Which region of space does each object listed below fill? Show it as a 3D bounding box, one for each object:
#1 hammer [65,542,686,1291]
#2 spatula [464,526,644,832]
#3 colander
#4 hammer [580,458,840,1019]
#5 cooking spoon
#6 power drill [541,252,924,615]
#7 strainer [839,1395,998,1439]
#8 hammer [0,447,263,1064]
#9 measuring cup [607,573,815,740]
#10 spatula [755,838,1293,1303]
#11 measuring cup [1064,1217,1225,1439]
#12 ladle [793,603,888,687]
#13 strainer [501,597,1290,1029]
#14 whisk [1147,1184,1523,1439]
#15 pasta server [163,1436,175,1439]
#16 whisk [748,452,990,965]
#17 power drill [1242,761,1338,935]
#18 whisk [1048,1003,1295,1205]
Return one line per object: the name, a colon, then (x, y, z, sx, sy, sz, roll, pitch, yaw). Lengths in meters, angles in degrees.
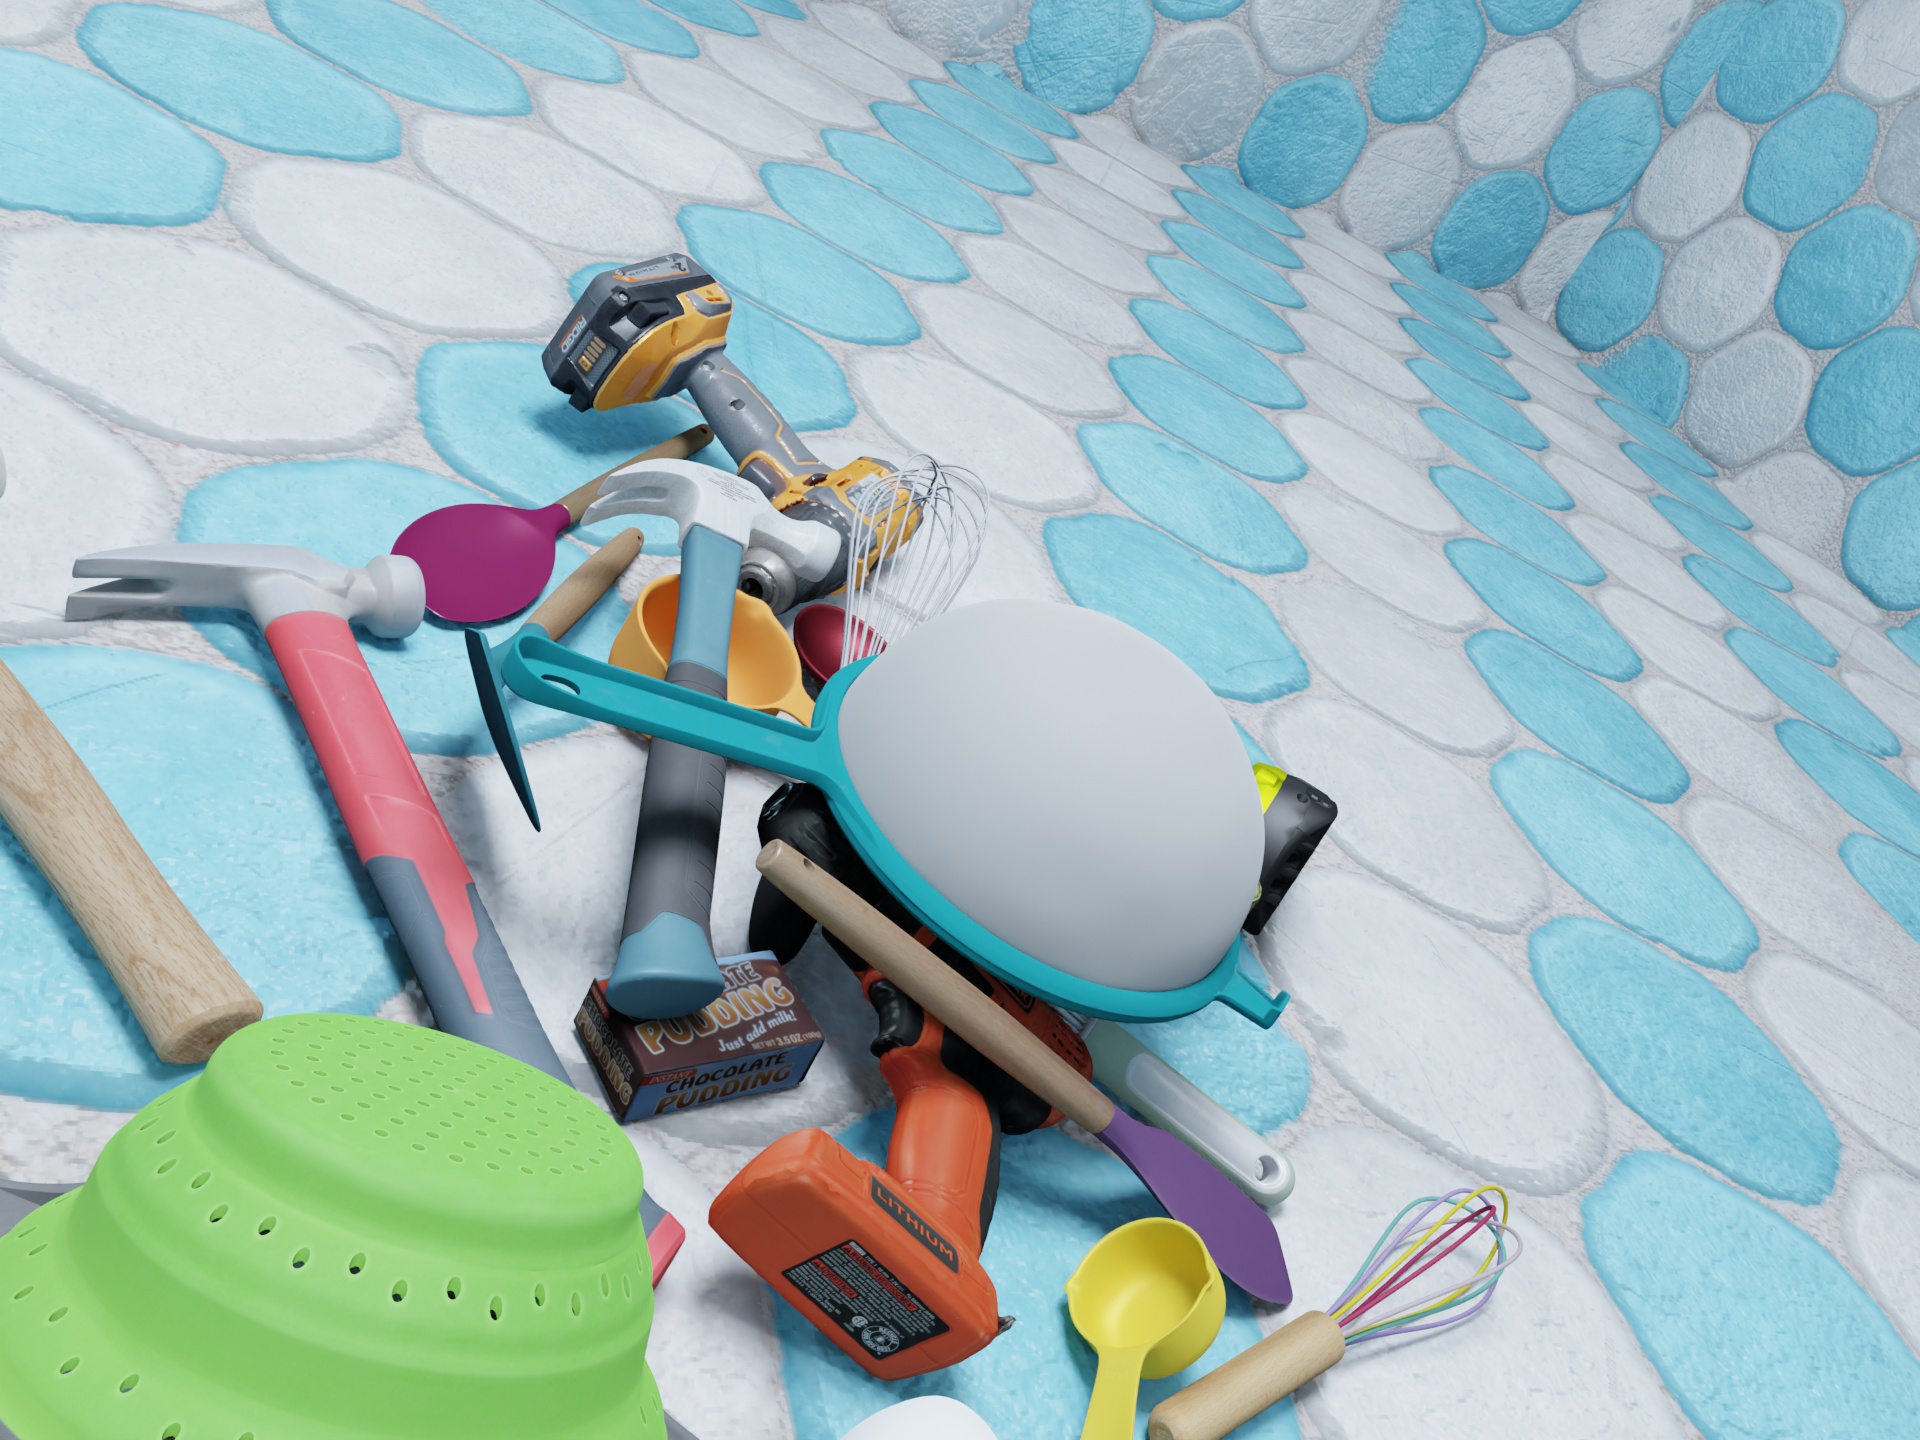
hammer: (-0.217, 0.061, 0.596, 0.143, 0.038, 0.387, -3, 43, -42)
spatula: (-0.182, -0.046, 0.748, 0.044, 0.082, 0.318, -9, 21, 6)
colander: (-0.222, 0.106, 0.404, 0.397, 0.094, 0.204, 22, 0, 2)
hammer: (-0.115, -0.008, 0.695, 0.128, 0.033, 0.331, 25, 36, -23)
cooking spoon: (-0.212, -0.122, 0.893, 0.069, 0.017, 0.319, 39, 30, -1)
power drill: (-0.138, -0.161, 0.936, 0.226, 0.084, 0.185, 45, 31, -2)
strainer: (0.054, 0.248, 0.468, 0.258, 0.050, 0.086, 15, -12, 11)
hammer: (-0.355, -0.002, 0.577, 0.331, 0.031, 0.130, 44, 32, 22)
measuring cup: (-0.096, 0.004, 0.779, 0.173, 0.052, 0.095, 41, 33, -2)
spatula: (0.038, 0.141, 0.608, 0.315, 0.018, 0.060, 43, 23, -27)
measuring cup: (0.059, 0.249, 0.560, 0.029, 0.062, 0.157, 58, 34, -29)
ladle: (-0.009, 0.029, 0.789, 0.069, 0.031, 0.316, 9, 26, -36)
strainer: (-0.001, -0.002, 0.625, 0.340, 0.095, 0.211, 18, 33, -31)
whisk: (0.161, 0.241, 0.653, 0.245, 0.047, 0.051, -8, 48, -43)
pasta server: (-0.246, 0.257, 0.292, 0.060, 0.040, 0.316, 28, 26, -3)
whisk: (-0.045, -0.014, 0.745, 0.070, 0.070, 0.285, 24, 59, -11)
power drill: (0.090, 0.017, 0.871, 0.223, 0.080, 0.171, 33, 8, 10)
whisk: (0.049, 0.134, 0.708, 0.246, 0.059, 0.058, 38, 70, 2)
